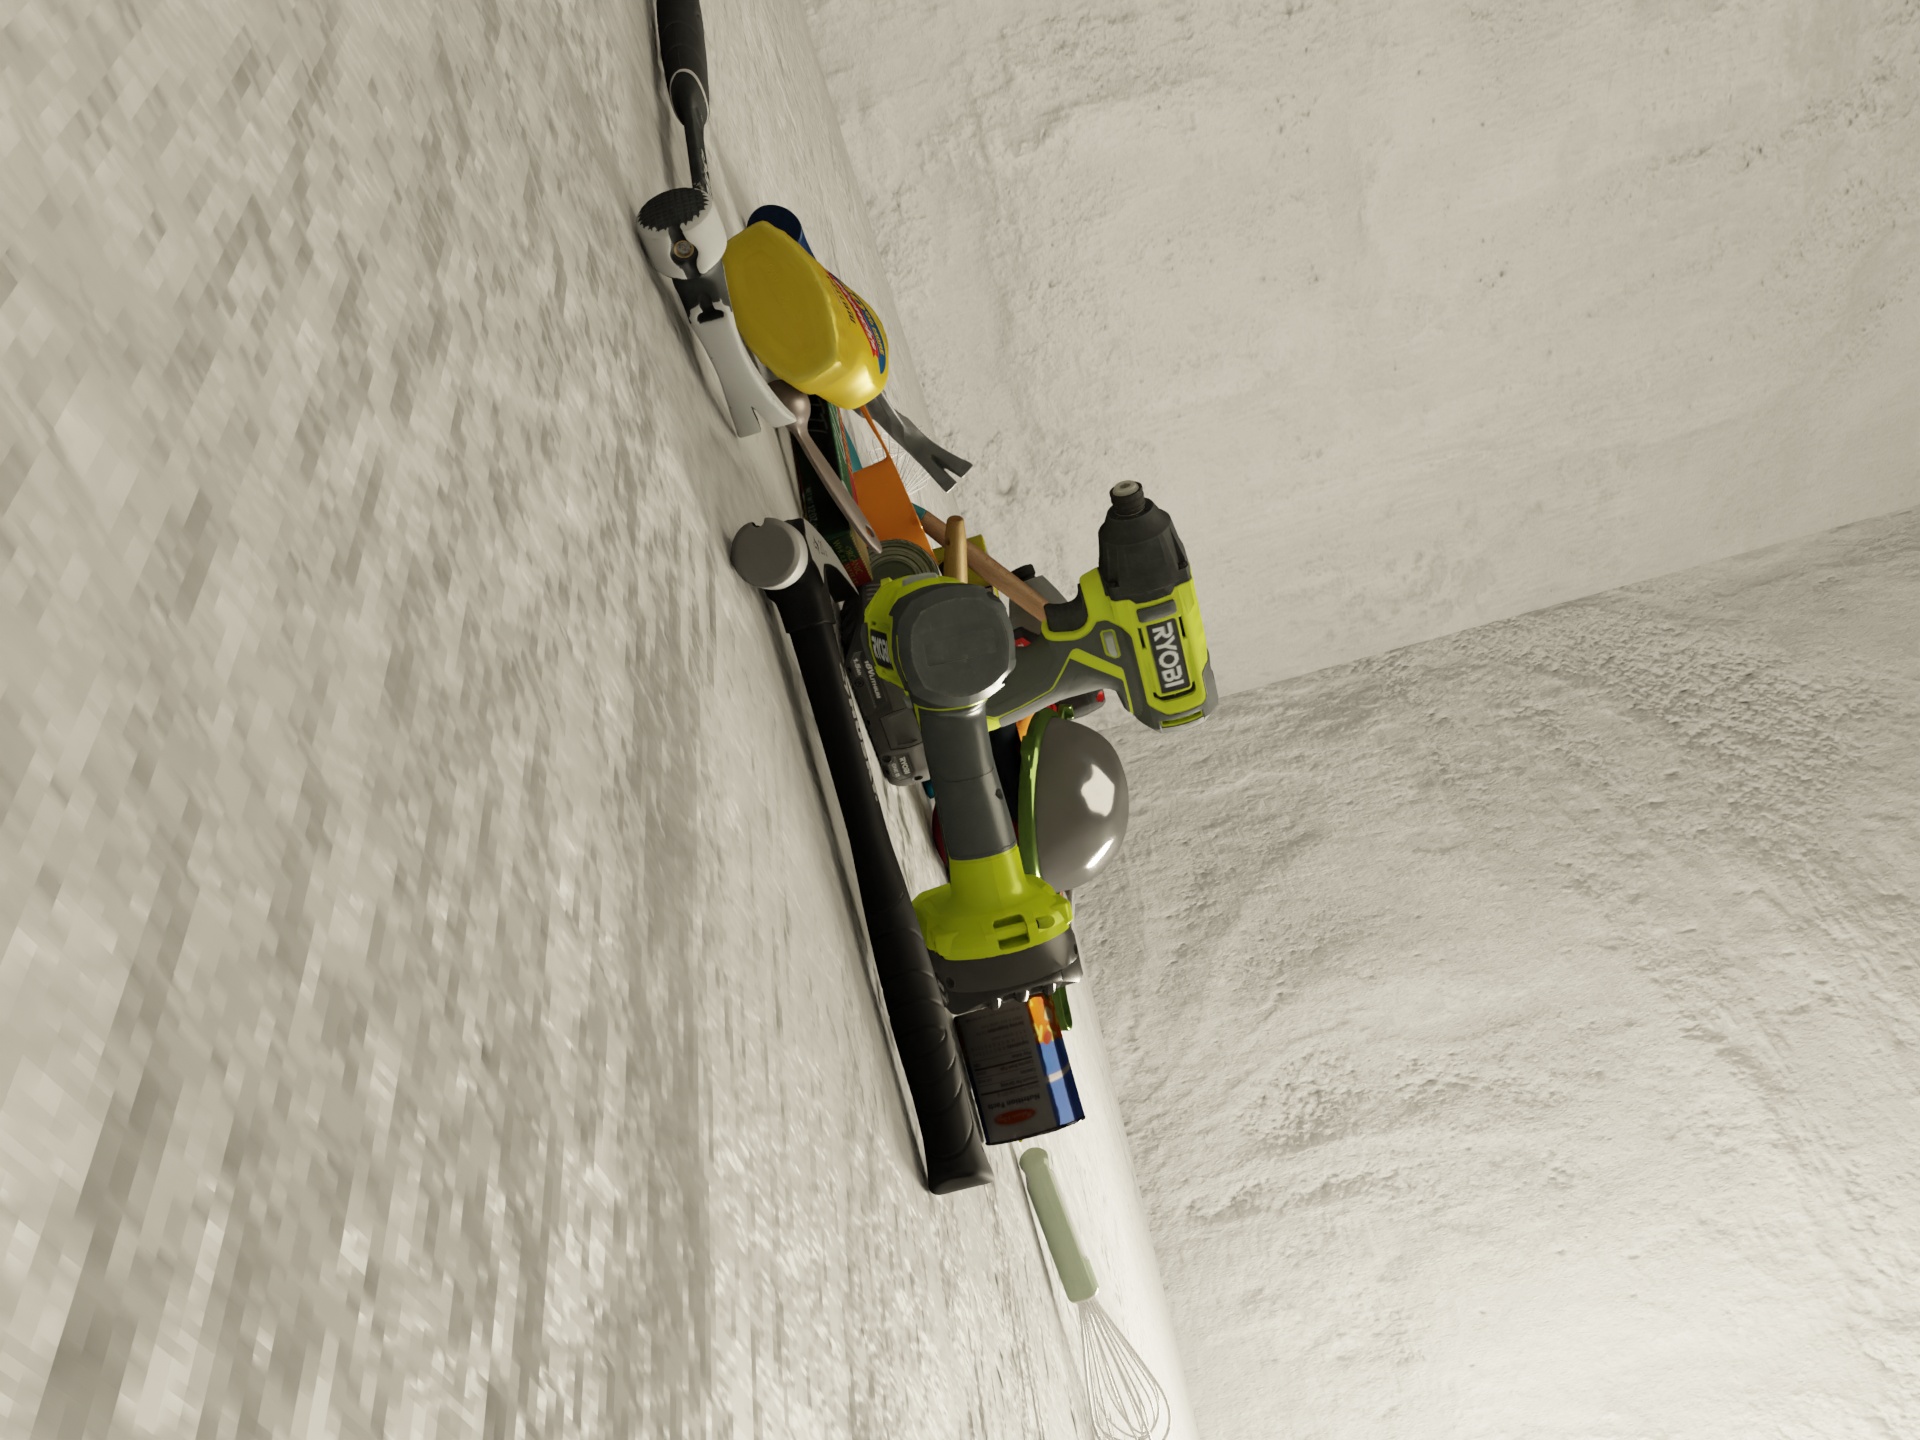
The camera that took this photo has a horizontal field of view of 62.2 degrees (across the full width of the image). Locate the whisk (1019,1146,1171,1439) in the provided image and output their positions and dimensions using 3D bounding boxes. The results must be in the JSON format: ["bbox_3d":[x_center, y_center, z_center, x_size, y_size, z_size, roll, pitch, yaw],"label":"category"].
[{"bbox_3d":[0.094,0.429,1.170,0.058,0.059,0.246,178,-109,-82],"label":"whisk"}]

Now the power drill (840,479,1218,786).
[{"bbox_3d":[0.043,-0.053,1.020,0.080,0.223,0.171,-100,173,-57],"label":"power drill"}]

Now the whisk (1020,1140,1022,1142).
[{"bbox_3d":[0.047,0.257,1.199,0.245,0.051,0.047,-93,162,-85],"label":"whisk"}]

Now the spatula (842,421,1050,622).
[{"bbox_3d":[-0.005,-0.158,1.297,0.317,0.044,0.082,36,16,-16],"label":"spatula"}]

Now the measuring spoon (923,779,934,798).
[{"bbox_3d":[-0.031,-0.003,1.249,0.042,0.021,0.128,-21,97,-86],"label":"measuring spoon"}]

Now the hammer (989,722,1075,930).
[{"bbox_3d":[0.045,0.072,1.242,0.385,0.038,0.143,72,23,-50],"label":"hammer"}]

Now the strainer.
[{"bbox_3d":[0.095,0.117,1.222,0.151,0.069,0.256,-34,121,-72],"label":"strainer"}]

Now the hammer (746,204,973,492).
[{"bbox_3d":[-0.083,-0.295,1.280,0.144,0.035,0.405,43,0,16],"label":"hammer"}]

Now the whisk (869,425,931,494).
[{"bbox_3d":[-0.060,-0.213,1.464,0.285,0.070,0.070,-84,159,-65],"label":"whisk"}]

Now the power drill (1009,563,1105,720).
[{"bbox_3d":[0.048,-0.060,1.475,0.220,0.078,0.143,-17,-85,67],"label":"power drill"}]

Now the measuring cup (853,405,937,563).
[{"bbox_3d":[-0.075,-0.183,1.174,0.095,0.052,0.173,-109,173,-73],"label":"measuring cup"}]

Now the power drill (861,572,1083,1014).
[{"bbox_3d":[-0.005,0.030,0.886,0.191,0.080,0.228,-153,-129,-76],"label":"power drill"}]

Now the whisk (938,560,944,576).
[{"bbox_3d":[0.006,-0.012,1.275,0.073,0.073,0.295,-101,-178,-45],"label":"whisk"}]

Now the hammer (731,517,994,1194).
[{"bbox_3d":[-0.041,0.069,0.775,0.146,0.035,0.335,-14,89,-85],"label":"hammer"}]

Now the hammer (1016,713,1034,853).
[{"bbox_3d":[0.048,0.026,1.390,0.127,0.034,0.336,54,-15,15],"label":"hammer"}]

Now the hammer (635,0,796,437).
[{"bbox_3d":[-0.143,-0.324,0.867,0.149,0.036,0.409,71,5,-51],"label":"hammer"}]

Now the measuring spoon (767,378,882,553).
[{"bbox_3d":[-0.078,-0.157,0.968,0.124,0.018,0.034,57,24,-1],"label":"measuring spoon"}]

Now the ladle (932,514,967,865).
[{"bbox_3d":[-0.002,-0.004,1.115,0.069,0.031,0.315,40,-38,41],"label":"ladle"}]
